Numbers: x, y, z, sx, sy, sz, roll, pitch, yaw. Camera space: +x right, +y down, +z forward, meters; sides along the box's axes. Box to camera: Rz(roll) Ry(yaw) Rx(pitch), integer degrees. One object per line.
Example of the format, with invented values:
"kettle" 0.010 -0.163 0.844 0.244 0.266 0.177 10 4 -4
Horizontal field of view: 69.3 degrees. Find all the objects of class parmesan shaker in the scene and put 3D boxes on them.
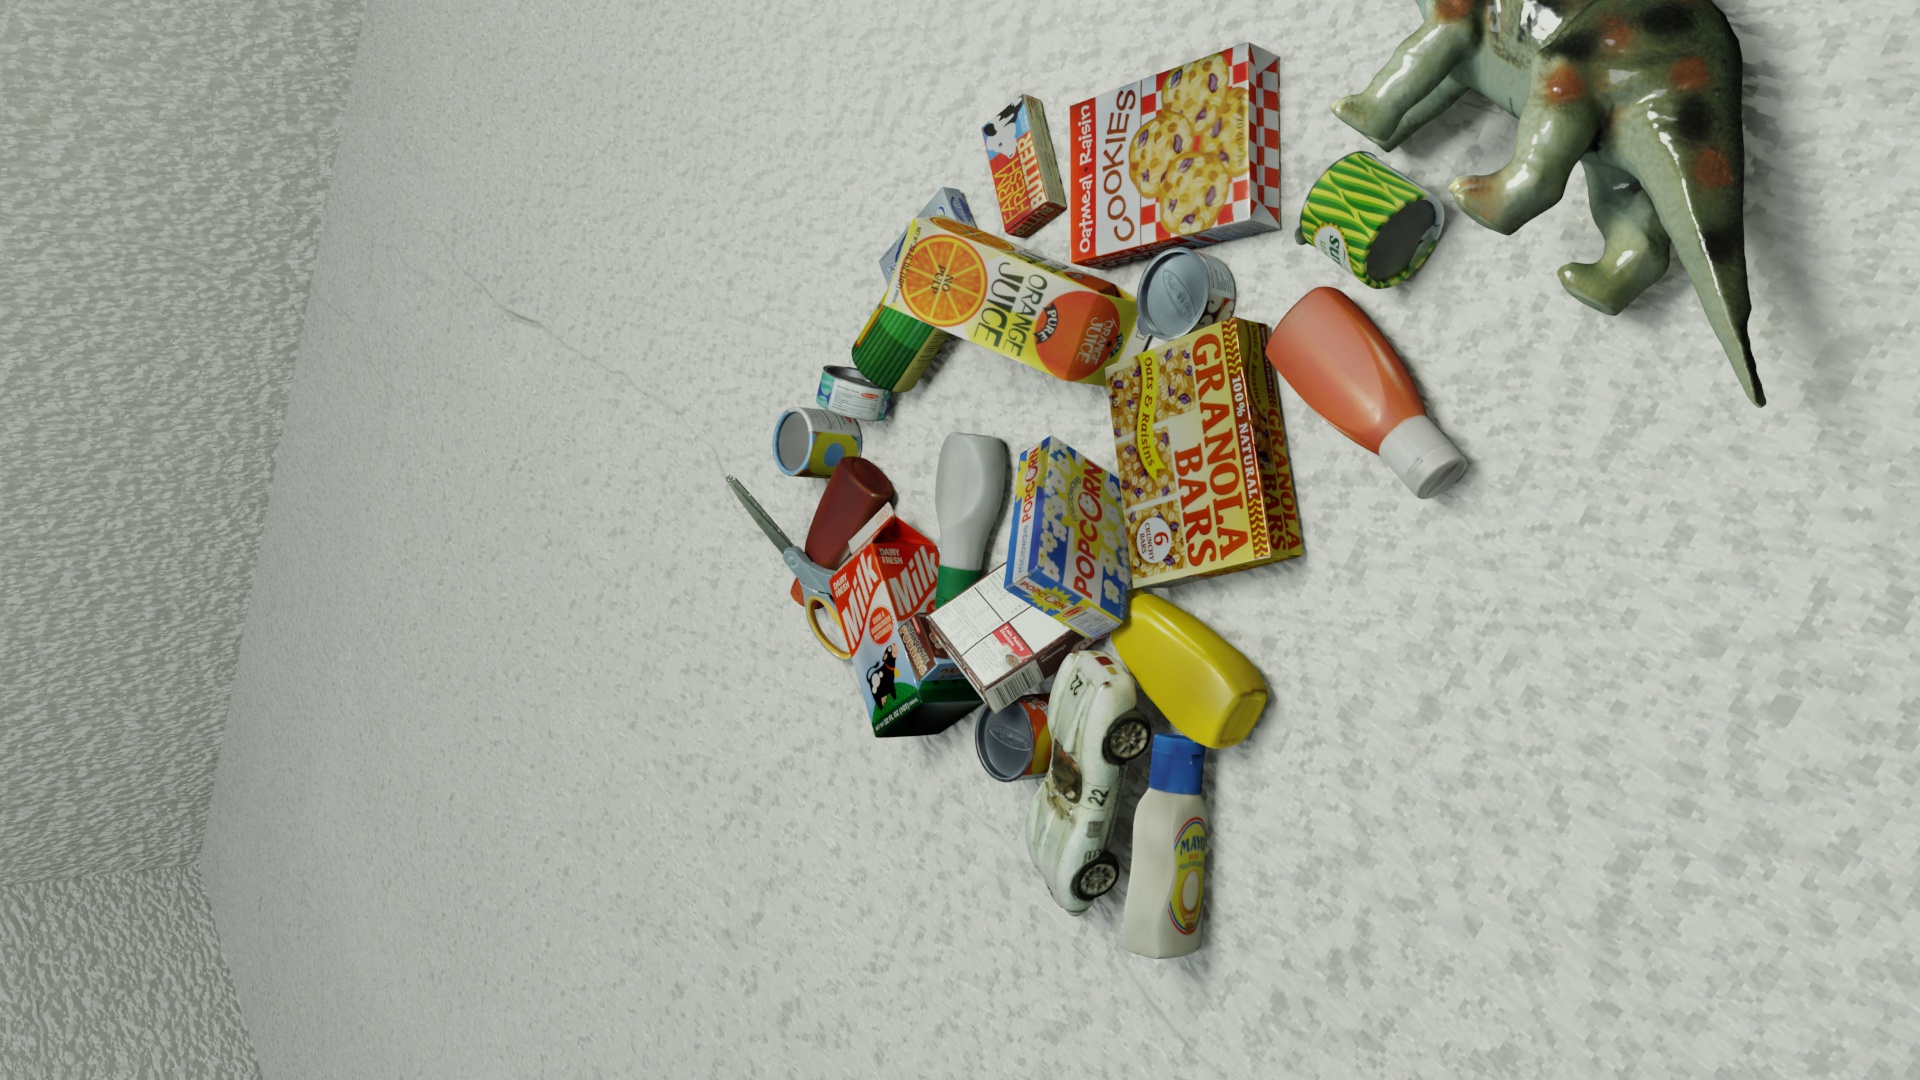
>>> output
"parmesan shaker" -0.045 -0.184 1.191 0.102 0.071 0.071 -52 52 36

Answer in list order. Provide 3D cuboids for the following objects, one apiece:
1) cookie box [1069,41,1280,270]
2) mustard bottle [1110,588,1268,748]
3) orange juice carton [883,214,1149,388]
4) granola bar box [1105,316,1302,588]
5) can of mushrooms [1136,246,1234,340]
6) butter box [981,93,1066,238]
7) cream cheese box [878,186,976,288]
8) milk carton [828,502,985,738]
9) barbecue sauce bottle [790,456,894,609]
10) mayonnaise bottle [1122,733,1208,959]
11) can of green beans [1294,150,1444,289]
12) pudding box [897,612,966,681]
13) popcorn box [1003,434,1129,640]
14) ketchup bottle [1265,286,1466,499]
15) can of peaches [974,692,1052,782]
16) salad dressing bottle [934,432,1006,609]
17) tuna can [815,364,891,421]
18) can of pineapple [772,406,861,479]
"cookie box" 0.151 -0.271 1.001 0.167 0.040 0.123 -3 85 48
"mustard bottle" 0.146 0.076 0.977 0.161 0.049 0.065 48 124 40
"orange juice carton" 0.049 -0.178 1.049 0.193 0.073 0.071 24 110 9
"granola bar box" 0.167 -0.057 0.968 0.124 0.039 0.166 -18 74 48
"can of mushrooms" 0.159 -0.172 0.989 0.071 0.033 0.071 -3 86 48
"butter box" 0.051 -0.304 1.128 0.053 0.024 0.104 -27 68 44
"cream cheese box" -0.028 -0.255 1.216 0.103 0.024 0.053 -41 60 40
"milk carton" -0.052 0.066 1.186 0.072 0.073 0.191 -41 58 40
"barbecue sauce bottle" -0.114 -0.003 1.284 0.065 0.044 0.147 50 124 34
"mayonnaise bottle" 0.146 0.210 0.961 0.041 0.065 0.148 3 86 42
"can of green beans" 0.254 -0.197 0.857 0.058 0.071 0.071 50 124 37
"pudding box" -0.004 0.086 1.121 0.030 0.084 0.050 -45 56 38
"popcorn box" 0.079 -0.003 0.996 0.038 0.085 0.127 -35 35 41
"ketchup bottle" 0.254 -0.090 0.867 0.064 0.043 0.149 -55 50 33
"can of peaches" 0.054 0.149 1.070 0.071 0.058 0.071 -5 84 49
"salad dressing bottle" 0.004 -0.014 1.150 0.064 0.044 0.147 13 99 48
"tuna can" -0.096 -0.134 1.256 0.071 0.071 0.032 33 113 45
"can of pineapple" -0.136 -0.089 1.303 0.071 0.058 0.071 -3 86 49
